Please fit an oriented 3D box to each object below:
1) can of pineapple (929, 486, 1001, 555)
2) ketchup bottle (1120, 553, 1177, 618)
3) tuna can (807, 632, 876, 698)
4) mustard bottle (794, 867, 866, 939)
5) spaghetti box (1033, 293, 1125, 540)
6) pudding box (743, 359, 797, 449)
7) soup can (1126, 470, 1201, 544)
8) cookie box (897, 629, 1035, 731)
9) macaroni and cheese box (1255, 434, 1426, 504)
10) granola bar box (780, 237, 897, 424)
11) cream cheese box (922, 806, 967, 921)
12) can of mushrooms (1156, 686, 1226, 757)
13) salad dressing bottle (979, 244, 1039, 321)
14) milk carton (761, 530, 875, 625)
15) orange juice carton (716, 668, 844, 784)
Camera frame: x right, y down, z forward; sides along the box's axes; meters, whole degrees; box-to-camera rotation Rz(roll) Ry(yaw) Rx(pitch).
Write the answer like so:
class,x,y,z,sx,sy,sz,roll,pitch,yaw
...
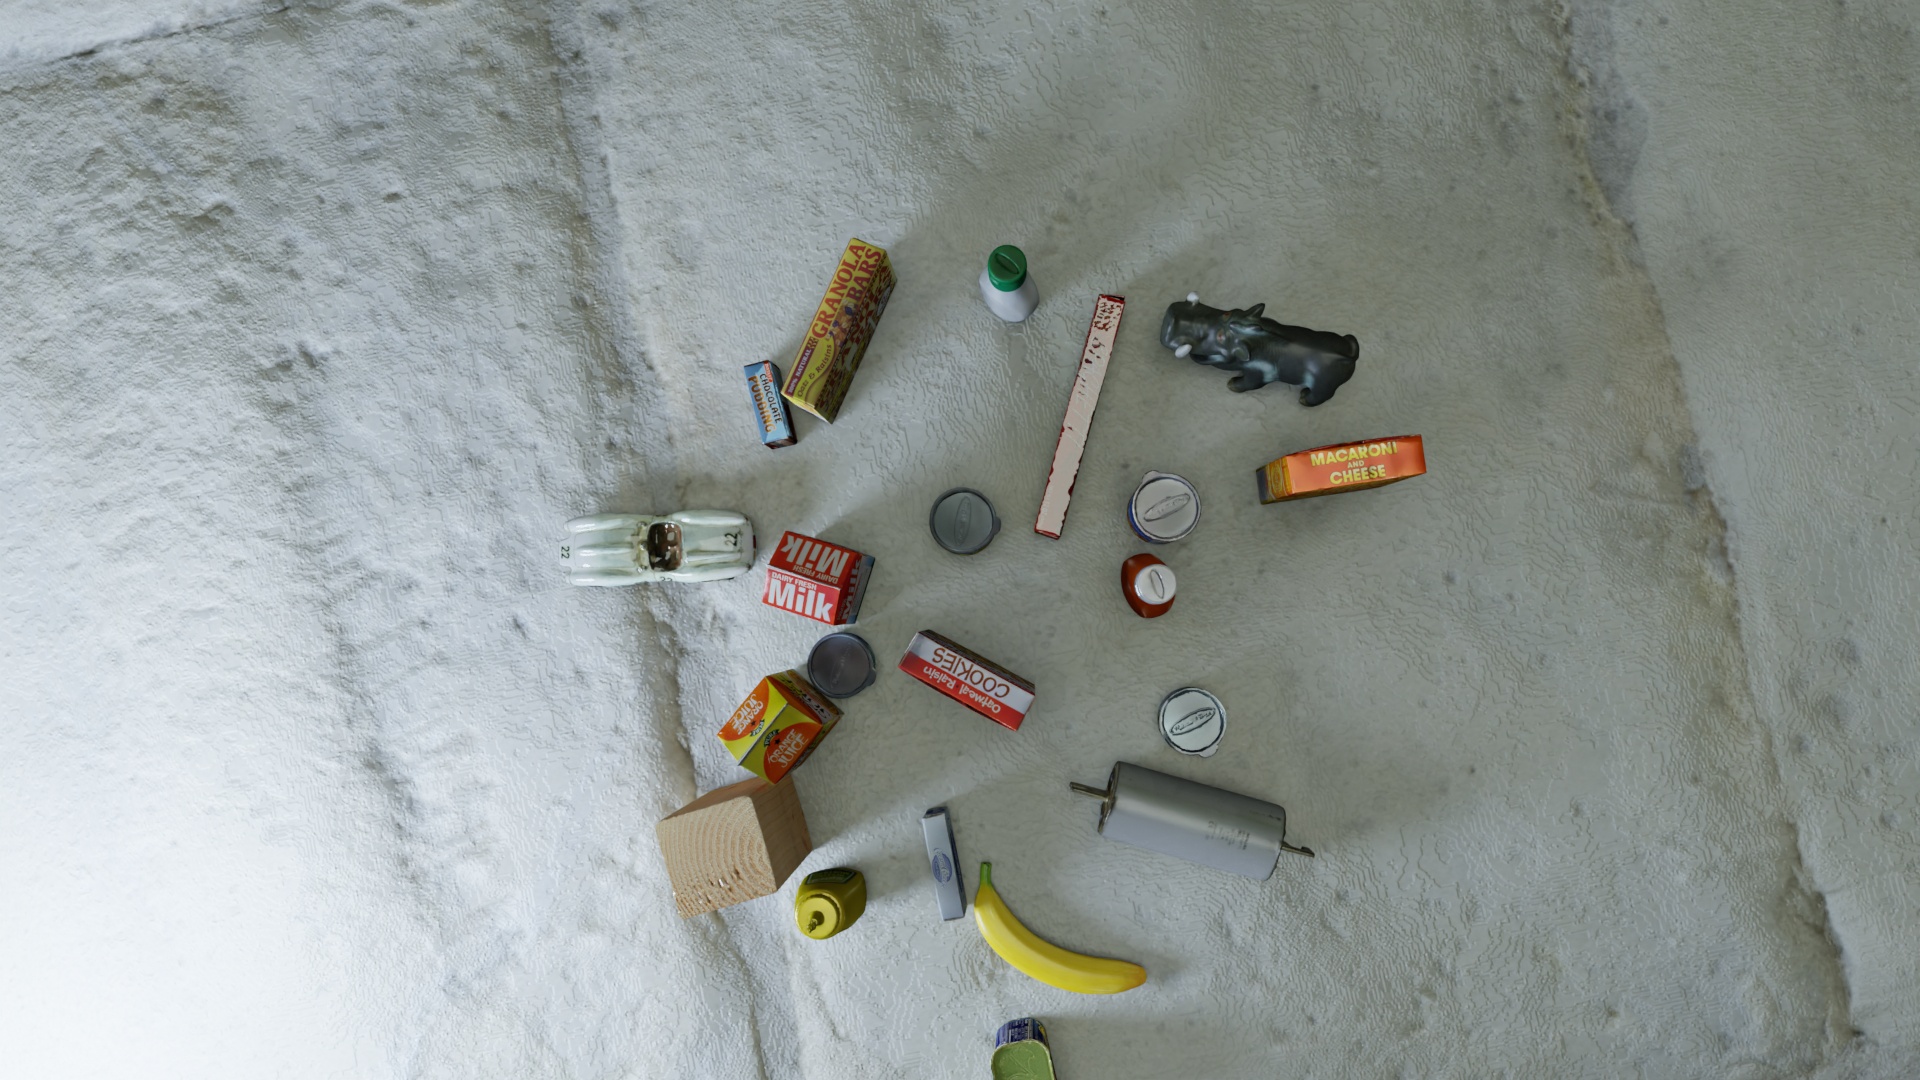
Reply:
class,x,y,z,sx,sy,sz,roll,pitch,yaw
can of pineapple,0.005,-0.017,1.385,0.071,0.058,0.071,0,87,3
ketchup bottle,0.181,0.043,1.329,0.043,0.149,0.064,-18,87,2
tuna can,-0.117,0.126,1.396,0.071,0.033,0.071,0,87,3
mustard bottle,-0.127,0.347,1.320,0.065,0.160,0.049,-3,87,3
spaghetti box,0.119,-0.124,1.390,0.029,0.050,0.250,15,88,3
pudding box,-0.191,-0.137,1.405,0.030,0.049,0.083,-15,86,2
soup can,0.197,-0.032,1.365,0.071,0.084,0.071,0,87,3
cookie box,0.009,0.131,1.322,0.123,0.167,0.040,28,89,4
macaroni and cheese box,0.356,-0.066,1.318,0.124,0.166,0.040,-9,87,2
granola bar box,-0.118,-0.204,1.368,0.039,0.124,0.165,24,88,4
cream cheese box,-0.015,0.317,1.370,0.024,0.053,0.104,-11,87,2
can of mushrooms,0.230,0.180,1.377,0.071,0.033,0.071,0,87,3
salad dressing bottle,0.047,-0.251,1.351,0.064,0.147,0.044,41,90,4
milk carton,-0.135,0.037,1.322,0.072,0.190,0.073,17,88,3
orange juice carton,-0.171,0.175,1.315,0.073,0.192,0.072,40,90,4
